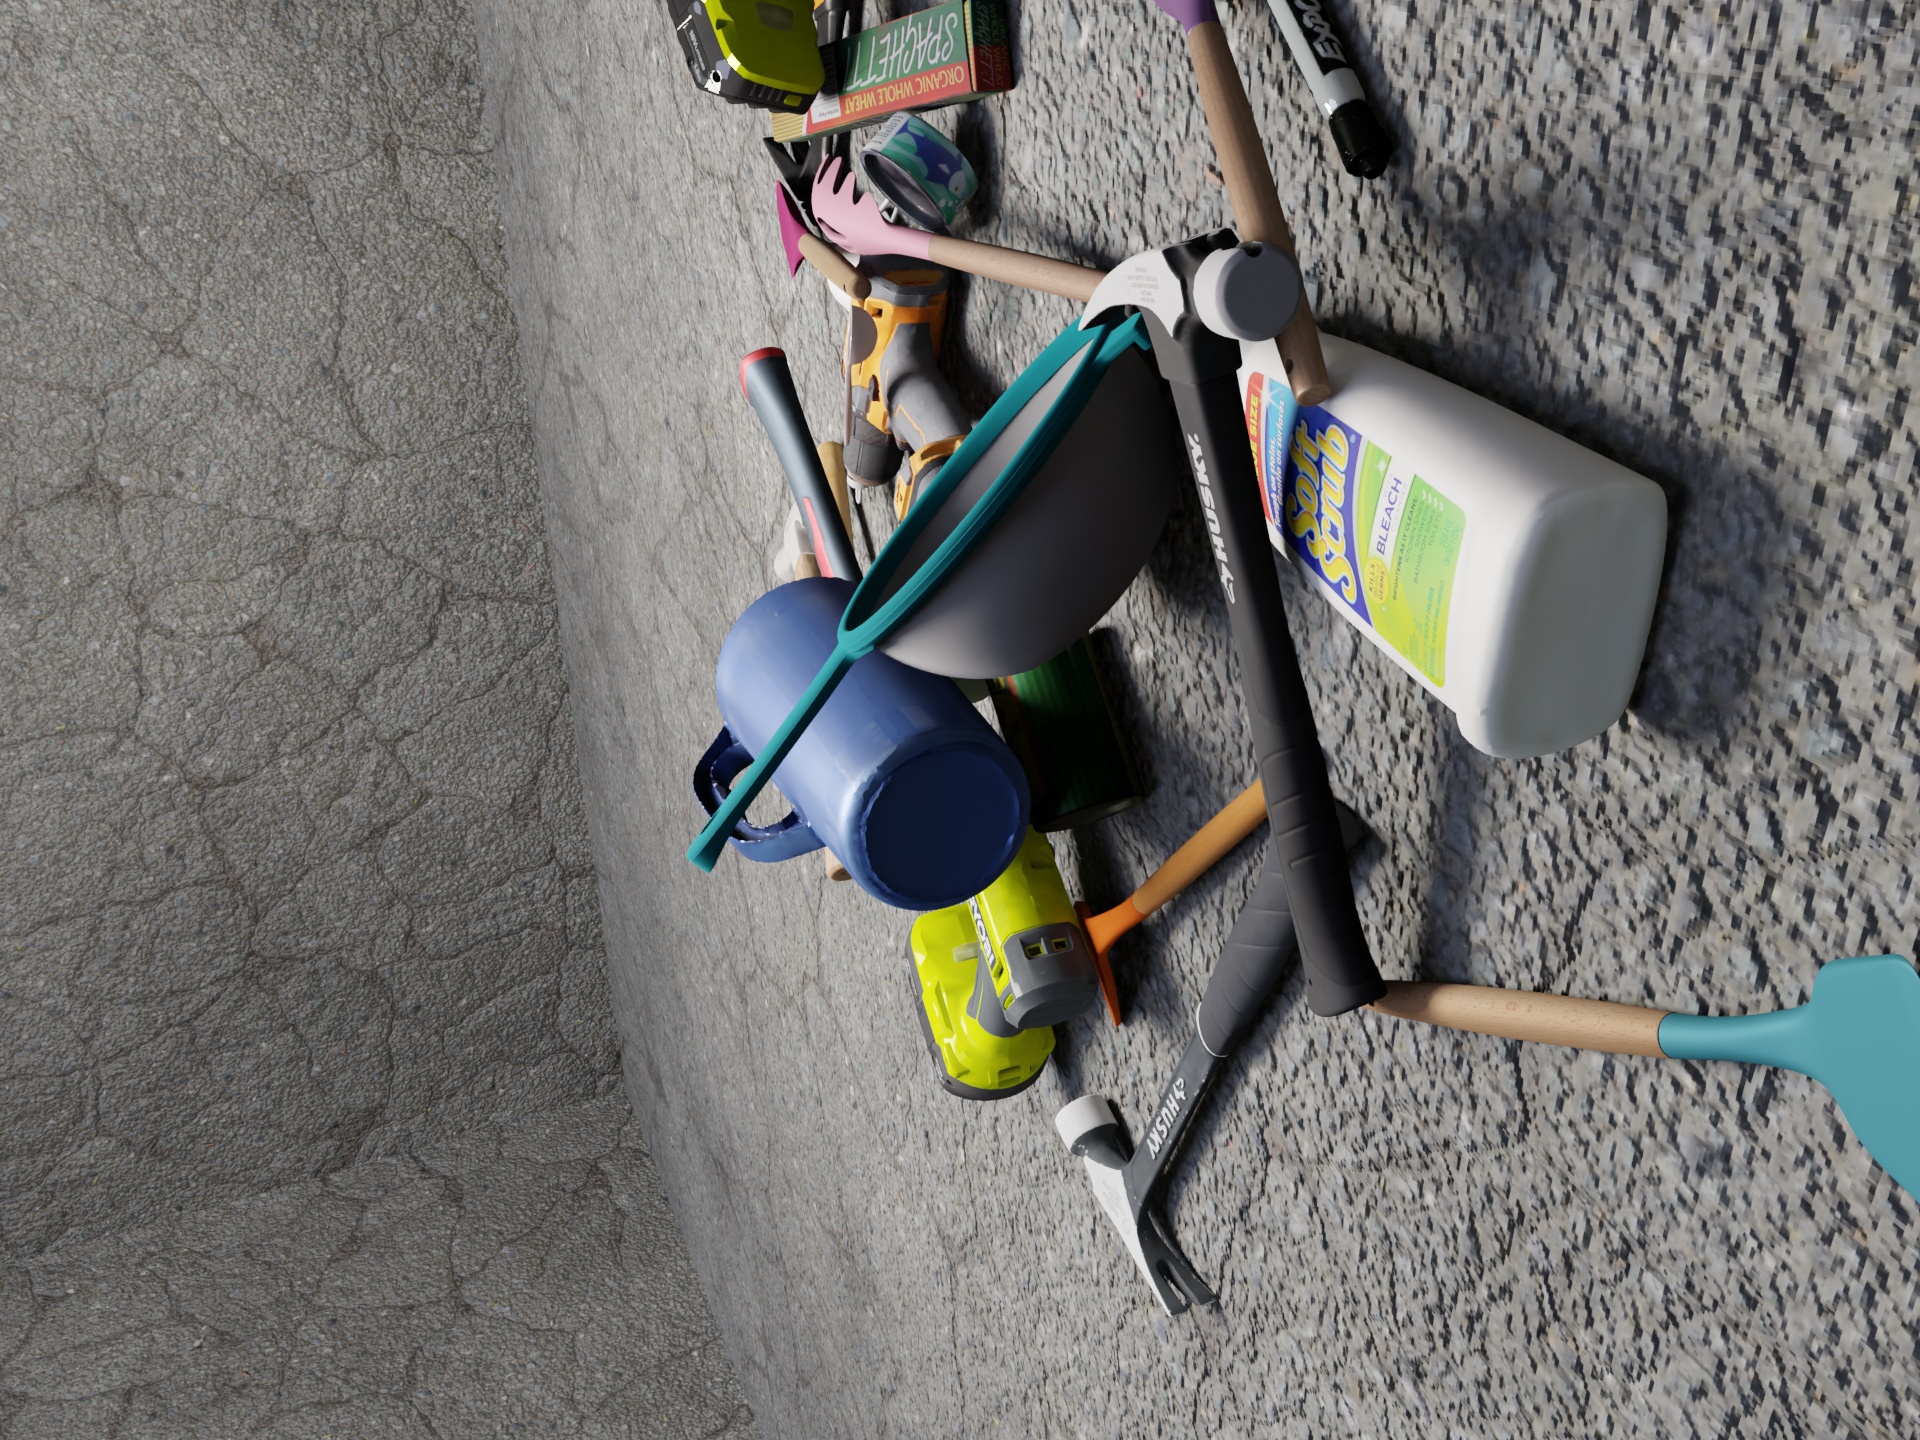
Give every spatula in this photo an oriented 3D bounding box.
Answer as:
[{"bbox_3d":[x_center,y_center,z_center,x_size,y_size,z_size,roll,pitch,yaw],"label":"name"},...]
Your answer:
[{"bbox_3d":[0.103,-0.256,0.641,0.059,0.018,0.316,117,147,-59],"label":"spatula"},{"bbox_3d":[0.117,0.087,0.858,0.322,0.041,0.081,124,132,-57],"label":"spatula"},{"bbox_3d":[0.224,0.111,0.562,0.317,0.044,0.082,164,90,-70],"label":"spatula"}]

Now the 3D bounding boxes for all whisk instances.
[{"bbox_3d":[-0.091,-0.099,1.224,0.051,0.047,0.245,145,120,-67],"label":"whisk"}]

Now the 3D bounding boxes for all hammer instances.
[{"bbox_3d":[-0.083,-0.489,1.031,0.336,0.034,0.127,103,147,-48],"label":"hammer"},{"bbox_3d":[-0.111,-0.031,1.279,0.130,0.031,0.332,118,147,-58],"label":"hammer"},{"bbox_3d":[0.120,-0.026,0.635,0.146,0.035,0.334,-132,23,-67],"label":"hammer"},{"bbox_3d":[-0.072,-0.096,1.128,0.143,0.038,0.386,-33,74,53],"label":"hammer"},{"bbox_3d":[0.133,0.179,0.849,0.408,0.036,0.149,103,147,-47],"label":"hammer"}]

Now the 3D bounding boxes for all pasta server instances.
[{"bbox_3d":[0.008,-0.259,0.866,0.316,0.040,0.060,31,173,46],"label":"pasta server"}]

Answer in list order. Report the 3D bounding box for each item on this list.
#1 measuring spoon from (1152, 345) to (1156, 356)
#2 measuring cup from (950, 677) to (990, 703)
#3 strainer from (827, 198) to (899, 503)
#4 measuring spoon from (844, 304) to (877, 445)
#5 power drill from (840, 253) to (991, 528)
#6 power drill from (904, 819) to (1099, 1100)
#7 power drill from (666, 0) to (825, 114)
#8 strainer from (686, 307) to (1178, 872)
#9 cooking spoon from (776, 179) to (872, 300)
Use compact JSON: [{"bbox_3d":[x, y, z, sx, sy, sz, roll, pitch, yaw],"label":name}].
[{"bbox_3d":[0.114,-0.137,0.749,0.021,0.011,0.117,121,133,-61],"label":"measuring spoon"},{"bbox_3d":[-0.002,-0.003,1.027,0.083,0.038,0.167,-166,83,-68],"label":"measuring cup"},{"bbox_3d":[-0.070,-0.254,1.122,0.258,0.050,0.087,96,159,-46],"label":"strainer"},{"bbox_3d":[-0.062,-0.205,0.966,0.124,0.018,0.034,104,167,-64],"label":"measuring spoon"},{"bbox_3d":[-0.025,-0.166,1.003,0.185,0.084,0.226,106,150,-51],"label":"power drill"},{"bbox_3d":[0.021,0.140,1.025,0.223,0.080,0.171,104,151,-57],"label":"power drill"},{"bbox_3d":[-0.075,-0.453,0.894,0.228,0.080,0.191,-35,67,46],"label":"power drill"},{"bbox_3d":[0.000,-0.043,0.782,0.095,0.340,0.211,36,-177,-12],"label":"strainer"},{"bbox_3d":[-0.096,-0.312,1.056,0.319,0.017,0.068,-121,22,-62],"label":"cooking spoon"}]
